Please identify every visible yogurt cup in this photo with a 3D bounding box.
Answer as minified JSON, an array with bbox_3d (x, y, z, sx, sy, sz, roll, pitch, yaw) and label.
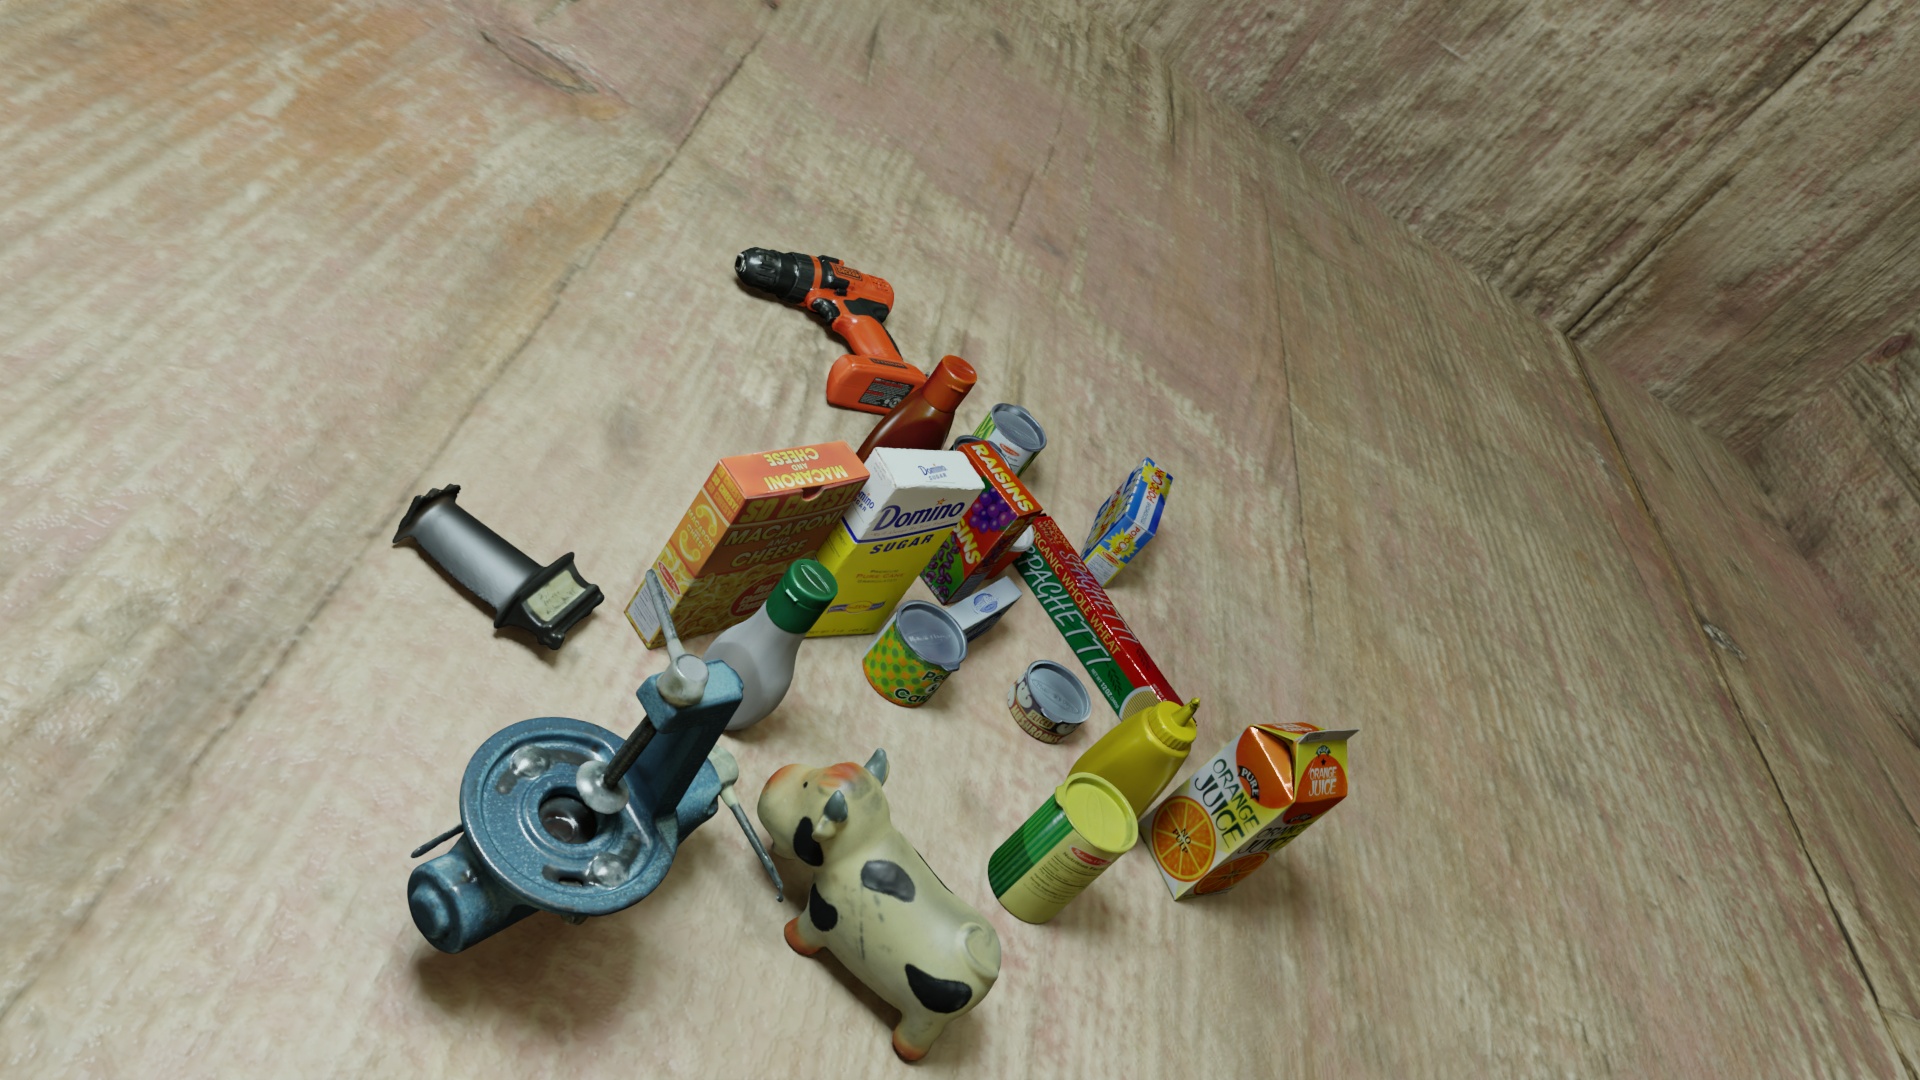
[{"bbox_3d":[0.026,-0.001,1.279,0.072,0.053,0.073,25,37,-20],"label":"yogurt cup"}]

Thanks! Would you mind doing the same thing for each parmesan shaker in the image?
[{"bbox_3d":[0.071,0.225,1.017,0.071,0.102,0.072,25,36,-20],"label":"parmesan shaker"}]

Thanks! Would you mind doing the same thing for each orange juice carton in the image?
[{"bbox_3d":[0.236,0.206,1.111,0.072,0.191,0.073,5,47,-40],"label":"orange juice carton"}]

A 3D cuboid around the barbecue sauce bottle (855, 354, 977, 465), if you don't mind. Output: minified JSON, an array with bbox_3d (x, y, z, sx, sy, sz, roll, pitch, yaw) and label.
[{"bbox_3d":[-0.038,-0.102,1.252,0.065,0.147,0.044,20,38,-26],"label":"barbecue sauce bottle"}]

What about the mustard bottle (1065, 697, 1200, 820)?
[{"bbox_3d":[0.143,0.171,1.095,0.065,0.159,0.049,35,34,-6],"label":"mustard bottle"}]

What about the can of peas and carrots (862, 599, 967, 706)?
[{"bbox_3d":[-0.035,0.092,1.110,0.071,0.058,0.071,25,37,-20],"label":"can of peas and carrots"}]

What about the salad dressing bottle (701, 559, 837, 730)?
[{"bbox_3d":[-0.135,0.073,0.962,0.064,0.147,0.044,47,35,12],"label":"salad dressing bottle"}]

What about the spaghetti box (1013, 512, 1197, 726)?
[{"bbox_3d":[0.124,0.084,1.276,0.029,0.050,0.251,-6,54,-47],"label":"spaghetti box"}]

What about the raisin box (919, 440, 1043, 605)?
[{"bbox_3d":[0.004,-0.015,1.213,0.040,0.122,0.086,-13,60,-50],"label":"raisin box"}]

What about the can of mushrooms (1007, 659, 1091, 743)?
[{"bbox_3d":[0.075,0.138,1.181,0.071,0.033,0.071,25,37,-20],"label":"can of mushrooms"}]

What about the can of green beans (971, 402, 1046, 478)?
[{"bbox_3d":[0.044,-0.095,1.400,0.071,0.057,0.071,25,37,-20],"label":"can of green beans"}]

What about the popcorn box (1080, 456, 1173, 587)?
[{"bbox_3d":[0.167,-0.019,1.401,0.038,0.084,0.127,36,34,-5],"label":"popcorn box"}]

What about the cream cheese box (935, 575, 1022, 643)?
[{"bbox_3d":[0.006,0.068,1.181,0.024,0.053,0.104,47,35,12],"label":"cream cheese box"}]

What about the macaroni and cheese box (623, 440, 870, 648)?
[{"bbox_3d":[-0.154,0.003,1.008,0.124,0.165,0.040,-14,60,-50],"label":"macaroni and cheese box"}]

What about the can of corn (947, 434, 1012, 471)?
[{"bbox_3d":[0.008,-0.058,1.324,0.071,0.058,0.071,25,37,-20],"label":"can of corn"}]
